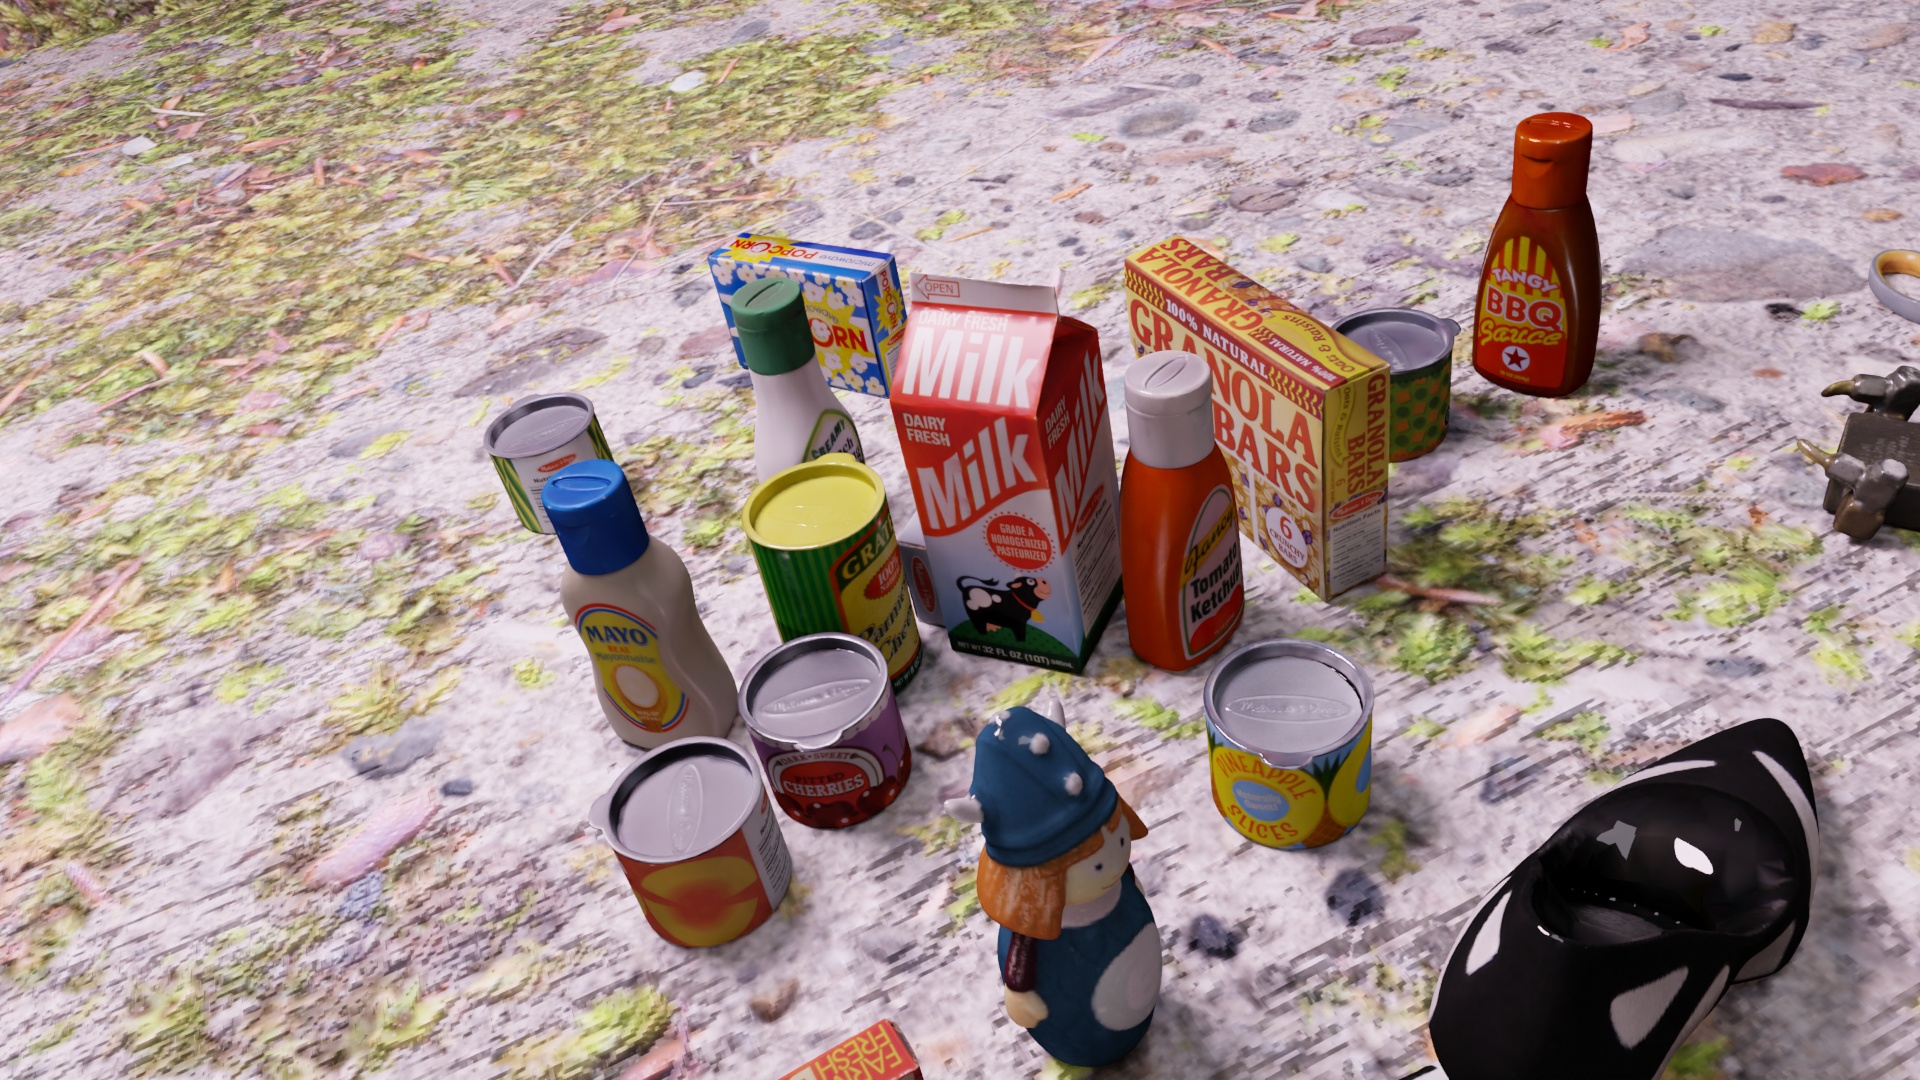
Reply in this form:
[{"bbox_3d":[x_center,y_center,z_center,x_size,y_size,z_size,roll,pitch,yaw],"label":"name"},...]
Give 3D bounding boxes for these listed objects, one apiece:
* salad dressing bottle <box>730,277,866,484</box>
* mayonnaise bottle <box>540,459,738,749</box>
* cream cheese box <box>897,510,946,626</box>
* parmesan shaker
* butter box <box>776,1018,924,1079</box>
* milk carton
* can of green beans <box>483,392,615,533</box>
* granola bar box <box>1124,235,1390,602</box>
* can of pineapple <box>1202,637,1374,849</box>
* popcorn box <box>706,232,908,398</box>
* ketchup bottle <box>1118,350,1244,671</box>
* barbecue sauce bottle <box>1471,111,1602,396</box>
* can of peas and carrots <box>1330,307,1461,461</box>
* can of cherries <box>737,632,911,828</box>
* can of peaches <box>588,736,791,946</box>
[{"bbox_3d":[-0.086,-0.067,0.738,0.044,0.147,0.064,17,46,32],"label":"salad dressing bottle"},{"bbox_3d":[-0.148,0.032,0.630,0.065,0.147,0.041,2,40,18],"label":"mayonnaise bottle"},{"bbox_3d":[0.003,-0.009,0.718,0.024,0.053,0.104,9,42,25],"label":"cream cheese box"},{"bbox_3d":[-0.057,0.020,0.657,0.071,0.102,0.072,-7,38,6],"label":"parmesan shaker"},{"bbox_3d":[-0.059,0.207,0.464,0.104,0.052,0.024,-25,40,-17],"label":"butter box"},{"bbox_3d":[0.024,-0.036,0.635,0.072,0.189,0.074,9,43,25],"label":"milk carton"},{"bbox_3d":[-0.241,-0.046,0.826,0.071,0.057,0.071,-7,38,6],"label":"can of green beans"},{"bbox_3d":[0.144,-0.064,0.693,0.039,0.123,0.166,-24,39,-15],"label":"granola bar box"},{"bbox_3d":[0.133,0.084,0.564,0.071,0.057,0.071,-7,38,6],"label":"can of pineapple"},{"bbox_3d":[-0.094,-0.145,0.890,0.127,0.084,0.038,15,45,30],"label":"popcorn box"},{"bbox_3d":[0.097,-0.013,0.622,0.043,0.148,0.065,23,50,37],"label":"ketchup bottle"},{"bbox_3d":[0.309,-0.151,0.738,0.044,0.147,0.065,-37,44,-29],"label":"barbecue sauce bottle"},{"bbox_3d":[0.232,-0.085,0.749,0.071,0.058,0.071,-7,38,6],"label":"can of peas and carrots"},{"bbox_3d":[-0.059,0.085,0.612,0.071,0.058,0.072,-7,38,6],"label":"can of cherries"},{"bbox_3d":[-0.110,0.125,0.576,0.071,0.057,0.071,-7,38,6],"label":"can of peaches"}]
